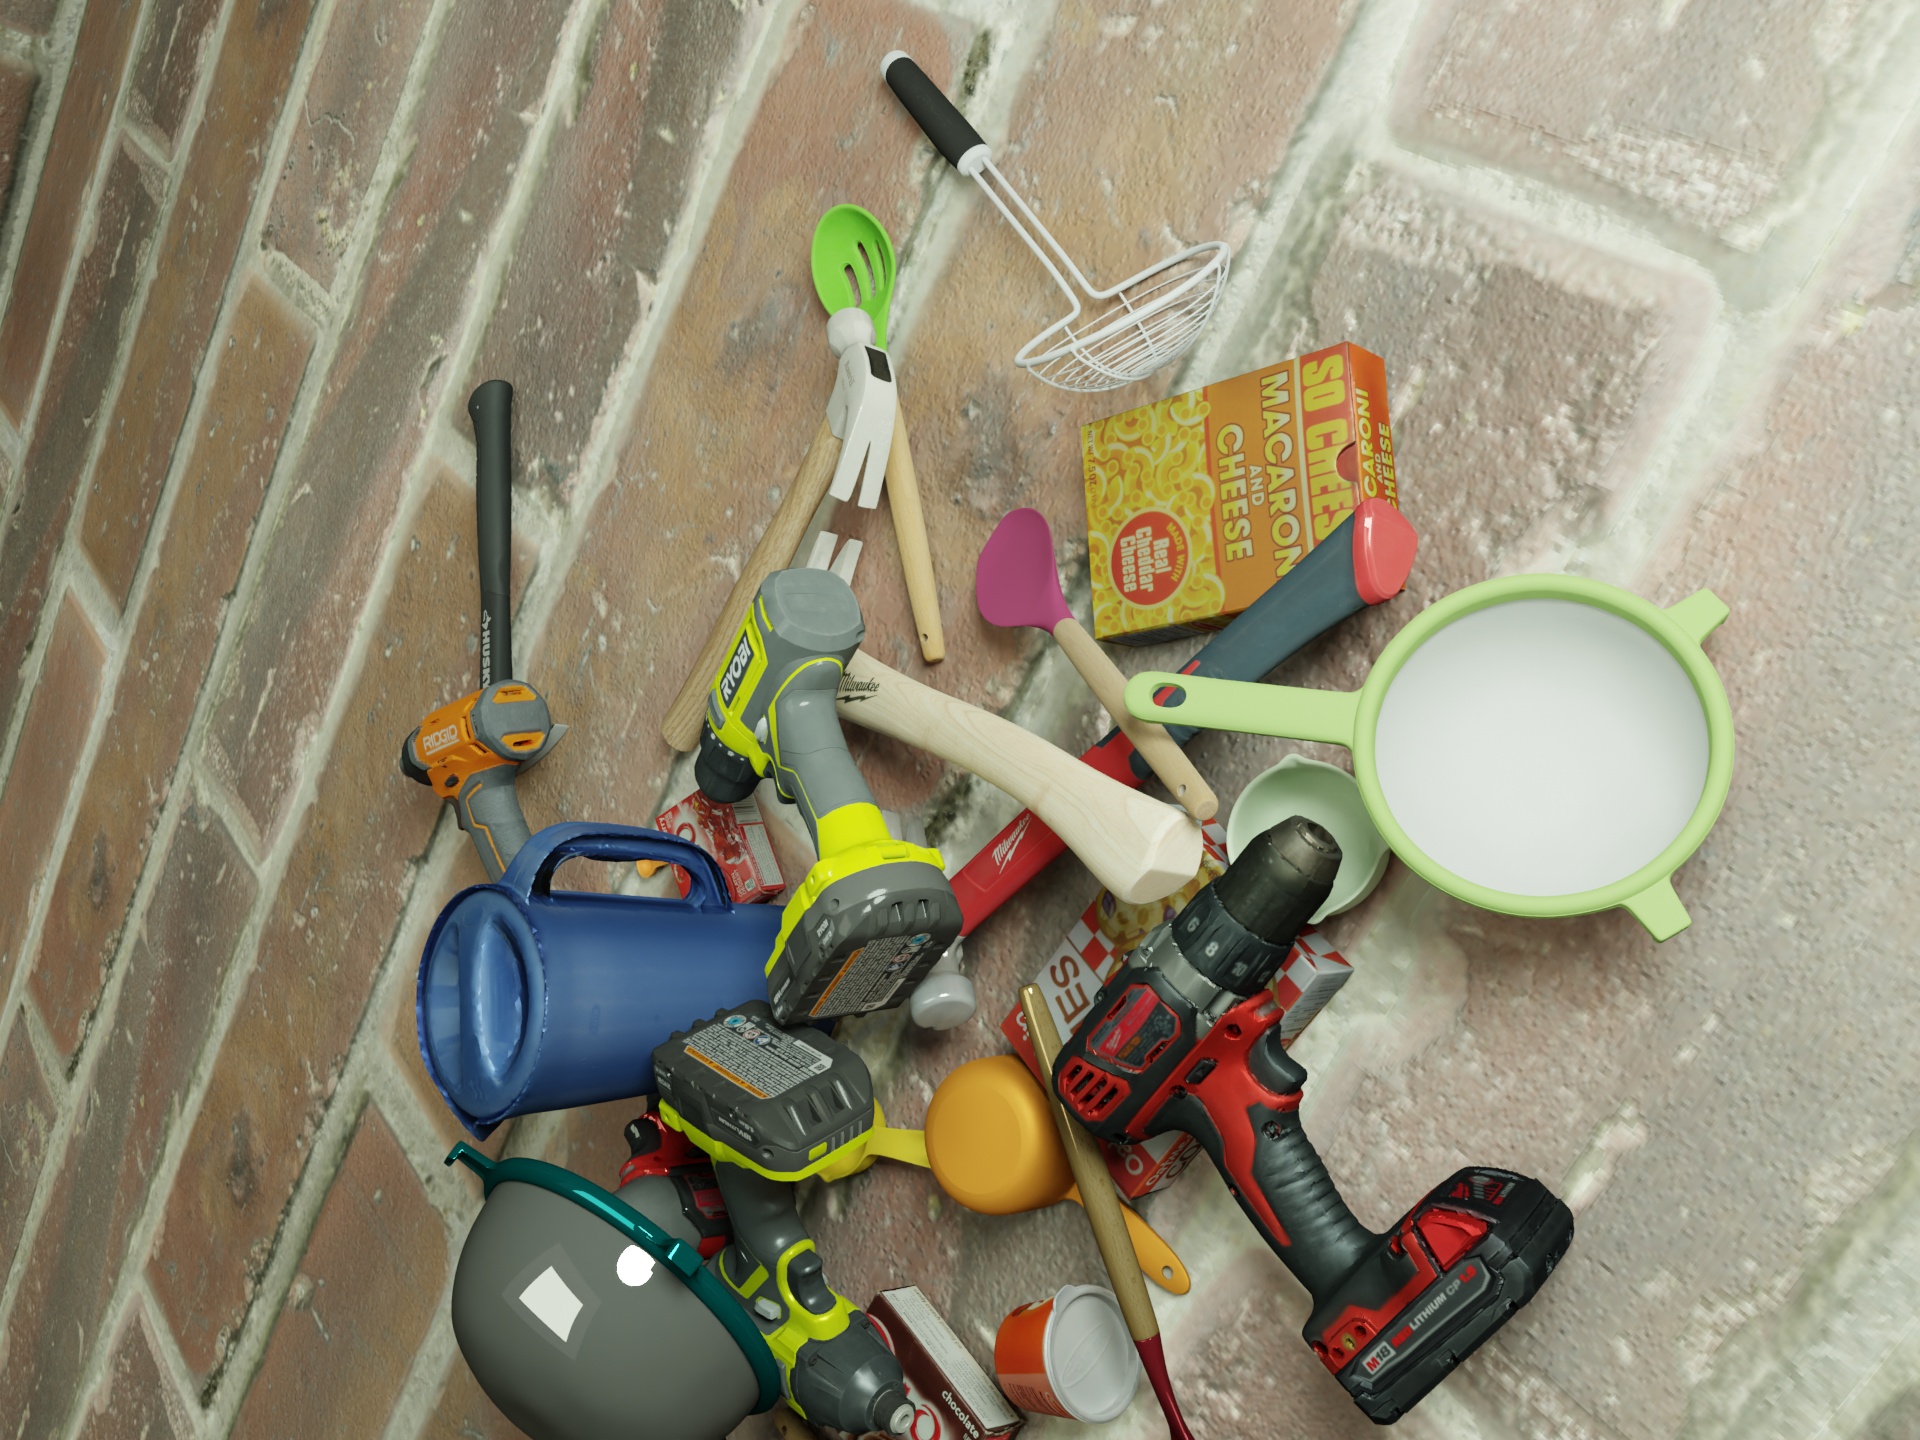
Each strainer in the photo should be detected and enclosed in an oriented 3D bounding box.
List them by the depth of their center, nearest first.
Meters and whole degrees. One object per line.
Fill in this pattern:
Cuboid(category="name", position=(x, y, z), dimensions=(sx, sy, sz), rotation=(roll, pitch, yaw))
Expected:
Cuboid(category="strainer", position=(0.202, 0.011, 0.712), dimensions=(0.256, 0.069, 0.151), rotation=(7, 74, 23))
Cuboid(category="strainer", position=(-0.196, 0.401, 0.923), dimensions=(0.211, 0.095, 0.340), rotation=(10, 131, 33))

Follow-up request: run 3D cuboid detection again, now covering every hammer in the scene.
Cuboid(category="hammer", position=(0.081, 0.010, 0.839), dimensions=(0.386, 0.038, 0.143), rotation=(-45, 42, 34))
Cuboid(category="hammer", position=(-0.001, -0.003, 0.887), dimensions=(0.411, 0.038, 0.146), rotation=(26, 103, 56))
Cuboid(category="hammer", position=(-0.125, -0.101, 1.045), dimensions=(0.331, 0.031, 0.130), rotation=(-57, 34, 34))
Cuboid(category="hammer", position=(-0.381, -0.118, 1.311), dimensions=(0.146, 0.035, 0.335), rotation=(-12, 77, 42))

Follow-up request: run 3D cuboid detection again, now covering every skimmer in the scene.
Cuboid(category="skimmer", position=(0.029, -0.315, 0.924), dimensions=(0.127, 0.090, 0.364), rotation=(-31, 58, 0))

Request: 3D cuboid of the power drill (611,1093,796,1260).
Cuboid(category="power drill", position=(-0.206, 0.250, 1.041), dimensions=(0.078, 0.143, 0.220), rotation=(-49, 54, 30))

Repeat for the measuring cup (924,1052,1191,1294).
Cuboid(category="measuring cup", position=(0.050, 0.252, 0.864), dimensions=(0.174, 0.052, 0.095), rotation=(37, 104, 35))

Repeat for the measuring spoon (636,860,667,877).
Cuboid(category="measuring spoon", position=(-0.191, 0.087, 1.135), dimensions=(0.117, 0.011, 0.021), rotation=(-26, 75, 34))

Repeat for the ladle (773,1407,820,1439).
Cuboid(category="ladle", position=(-0.009, 0.494, 0.911), dimensions=(0.320, 0.062, 0.078), rotation=(25, 104, 48))

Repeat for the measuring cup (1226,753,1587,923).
Cuboid(category="measuring cup", position=(0.213, 0.051, 0.762), dimensions=(0.167, 0.038, 0.083), rotation=(-11, 76, 24))

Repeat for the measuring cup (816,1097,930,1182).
Cuboid(category="measuring cup", position=(-0.030, 0.256, 0.966), dimensions=(0.156, 0.029, 0.062), rotation=(1, 84, 30))

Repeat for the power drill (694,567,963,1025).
Cuboid(category="power drill", position=(-0.091, 0.053, 0.913), dimensions=(0.190, 0.080, 0.229), rotation=(-56, 46, 45))

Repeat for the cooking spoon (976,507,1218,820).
Cuboid(category="cooking spoon", position=(0.064, -0.036, 0.837), dimensions=(0.068, 0.017, 0.319), rotation=(-57, 29, 17))

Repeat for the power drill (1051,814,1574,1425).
Cuboid(category="power drill", position=(0.165, 0.173, 0.724), dimensions=(0.227, 0.080, 0.188), rotation=(45, 115, 22))

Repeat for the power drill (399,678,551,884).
Cuboid(category="power drill", position=(-0.366, 0.096, 1.223), dimensions=(0.164, 0.084, 0.226), rotation=(-17, 84, 40))

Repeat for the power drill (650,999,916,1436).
Cuboid(category="power drill", position=(-0.095, 0.286, 0.895), dimensions=(0.171, 0.080, 0.223), rotation=(16, 120, 46))

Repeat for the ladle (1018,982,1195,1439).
Cuboid(category="ladle", position=(0.084, 0.285, 0.803), dimensions=(0.069, 0.031, 0.315), rotation=(141, 111, -77))

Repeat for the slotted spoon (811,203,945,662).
Cuboid(category="slotted spoon", position=(-0.046, -0.186, 1.021), dimensions=(0.070, 0.031, 0.314), rotation=(-22, 73, 39))
